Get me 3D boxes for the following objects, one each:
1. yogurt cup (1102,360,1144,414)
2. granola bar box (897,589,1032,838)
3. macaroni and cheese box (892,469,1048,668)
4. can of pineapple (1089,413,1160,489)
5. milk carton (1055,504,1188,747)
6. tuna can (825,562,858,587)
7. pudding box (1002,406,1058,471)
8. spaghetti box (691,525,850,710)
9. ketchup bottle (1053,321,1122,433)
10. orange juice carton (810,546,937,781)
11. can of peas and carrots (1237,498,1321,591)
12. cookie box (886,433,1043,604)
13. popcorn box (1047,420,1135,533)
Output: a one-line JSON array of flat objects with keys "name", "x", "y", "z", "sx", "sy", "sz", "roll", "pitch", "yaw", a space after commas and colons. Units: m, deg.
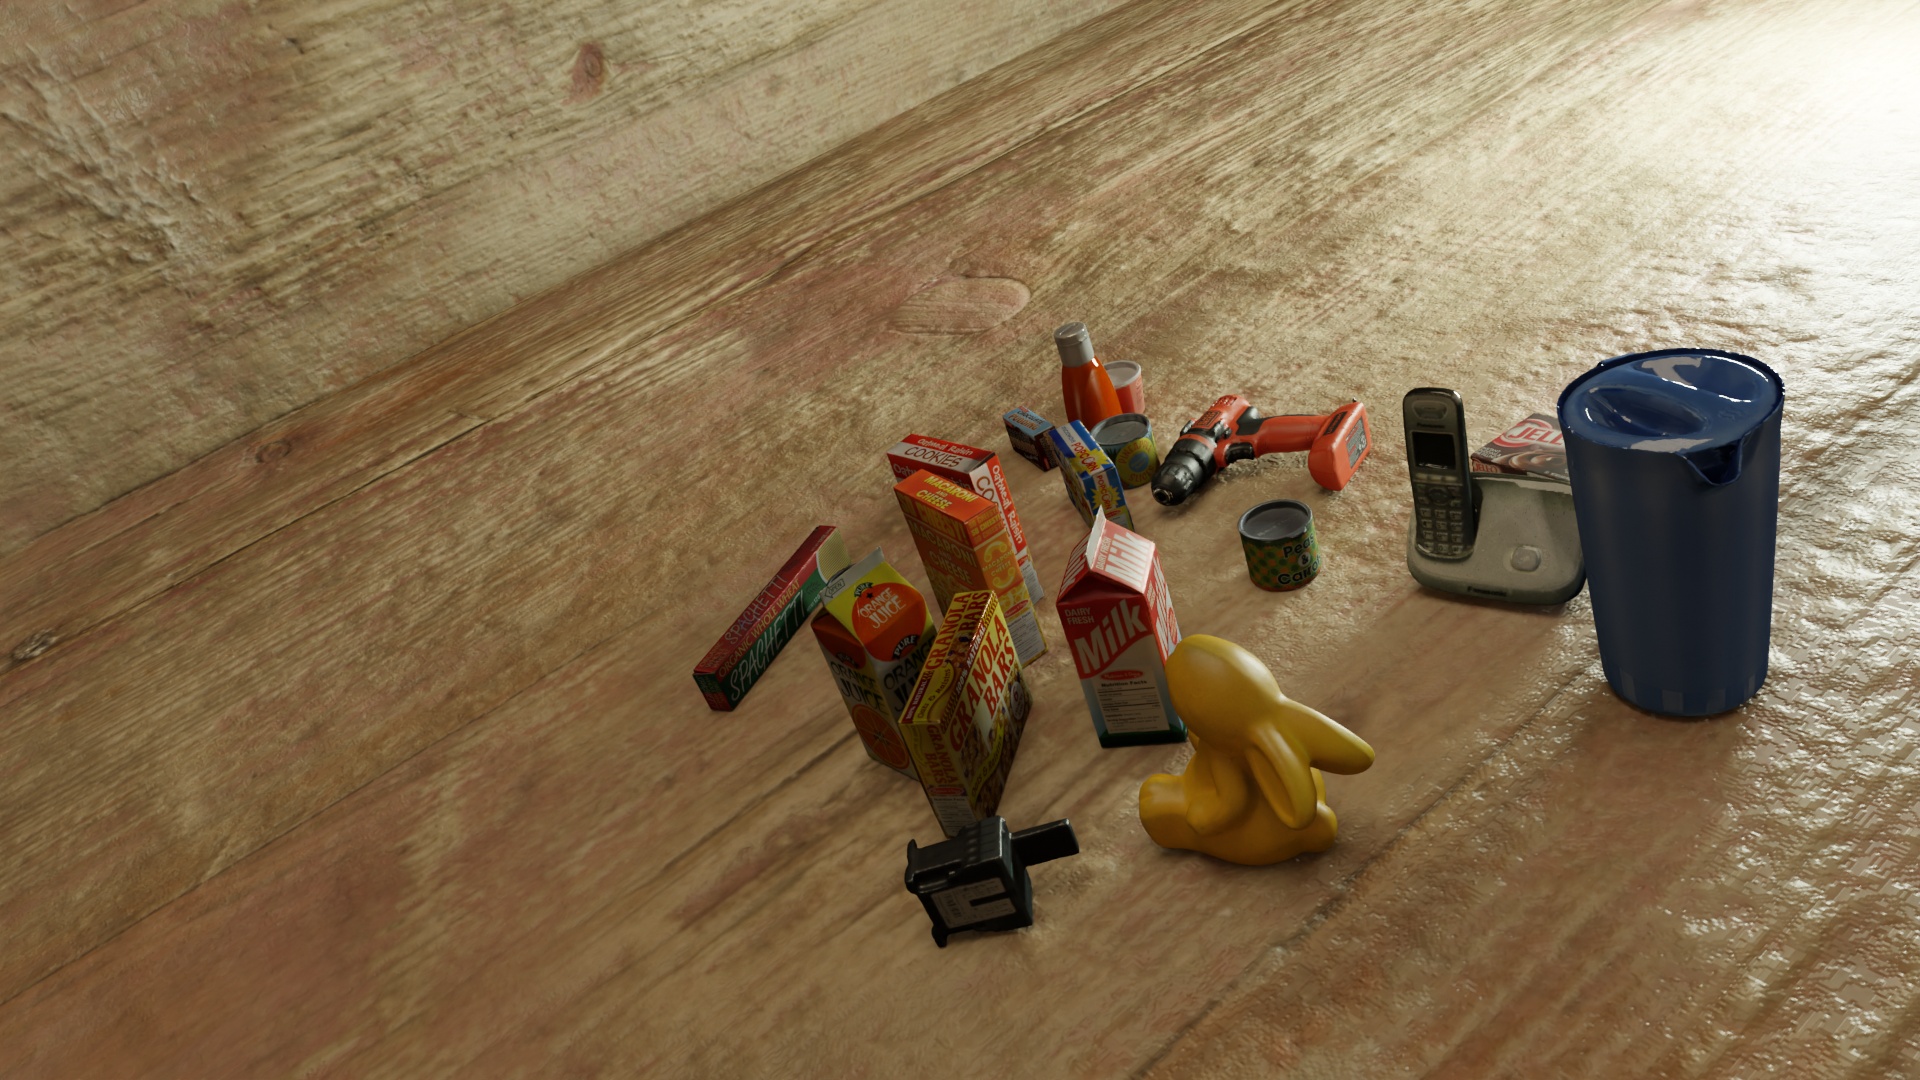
[{"name": "yogurt cup", "x": 0.181, "y": -0.170, "z": 1.607, "sx": 0.072, "sy": 0.053, "sz": 0.073, "roll": -15, "pitch": 30, "yaw": 9}, {"name": "granola bar box", "x": 0.007, "y": 0.139, "z": 1.128, "sx": 0.039, "sy": 0.123, "sz": 0.166, "roll": -6, "pitch": 32, "yaw": 22}, {"name": "macaroni and cheese box", "x": 0.009, "y": 0.025, "z": 1.272, "sx": 0.040, "sy": 0.165, "sz": 0.124, "roll": -33, "pitch": 32, "yaw": -21}, {"name": "can of pineapple", "x": 0.177, "y": -0.094, "z": 1.481, "sx": 0.071, "sy": 0.057, "sz": 0.071, "roll": -15, "pitch": 30, "yaw": 9}, {"name": "milk carton", "x": 0.129, "y": 0.069, "z": 1.106, "sx": 0.073, "sy": 0.189, "sz": 0.073, "roll": -8, "pitch": 32, "yaw": 21}, {"name": "tuna can", "x": -0.101, "y": 0.053, "z": 1.424, "sx": 0.071, "sy": 0.032, "sz": 0.071, "roll": -15, "pitch": 30, "yaw": 9}, {"name": "pudding box", "x": 0.083, "y": -0.117, "z": 1.581, "sx": 0.030, "sy": 0.049, "sz": 0.084, "roll": -27, "pitch": 30, "yaw": -13}, {"name": "spaghetti box", "x": -0.188, "y": 0.075, "z": 1.423, "sx": 0.028, "sy": 0.050, "sz": 0.251, "roll": 0, "pitch": 35, "yaw": 31}, {"name": "ketchup bottle", "x": 0.140, "y": -0.167, "z": 1.532, "sx": 0.065, "sy": 0.148, "sz": 0.043, "roll": -37, "pitch": 34, "yaw": -28}, {"name": "orange juice carton", "x": -0.061, "y": 0.101, "z": 1.162, "sx": 0.072, "sy": 0.191, "sz": 0.073, "roll": -39, "pitch": 34, "yaw": -30}, {"name": "can of peas and carrots", "x": 0.289, "y": 0.005, "z": 1.250, "sx": 0.071, "sy": 0.058, "sz": 0.071, "roll": -15, "pitch": 30, "yaw": 9}, {"name": "cookie box", "x": 0.005, "y": -0.017, "z": 1.343, "sx": 0.040, "sy": 0.166, "sz": 0.123, "roll": -38, "pitch": 34, "yaw": -29}, {"name": "popcorn box", "x": 0.133, "y": -0.060, "z": 1.421, "sx": 0.038, "sy": 0.085, "sz": 0.127, "roll": -21, "pitch": 30, "yaw": -3}]
